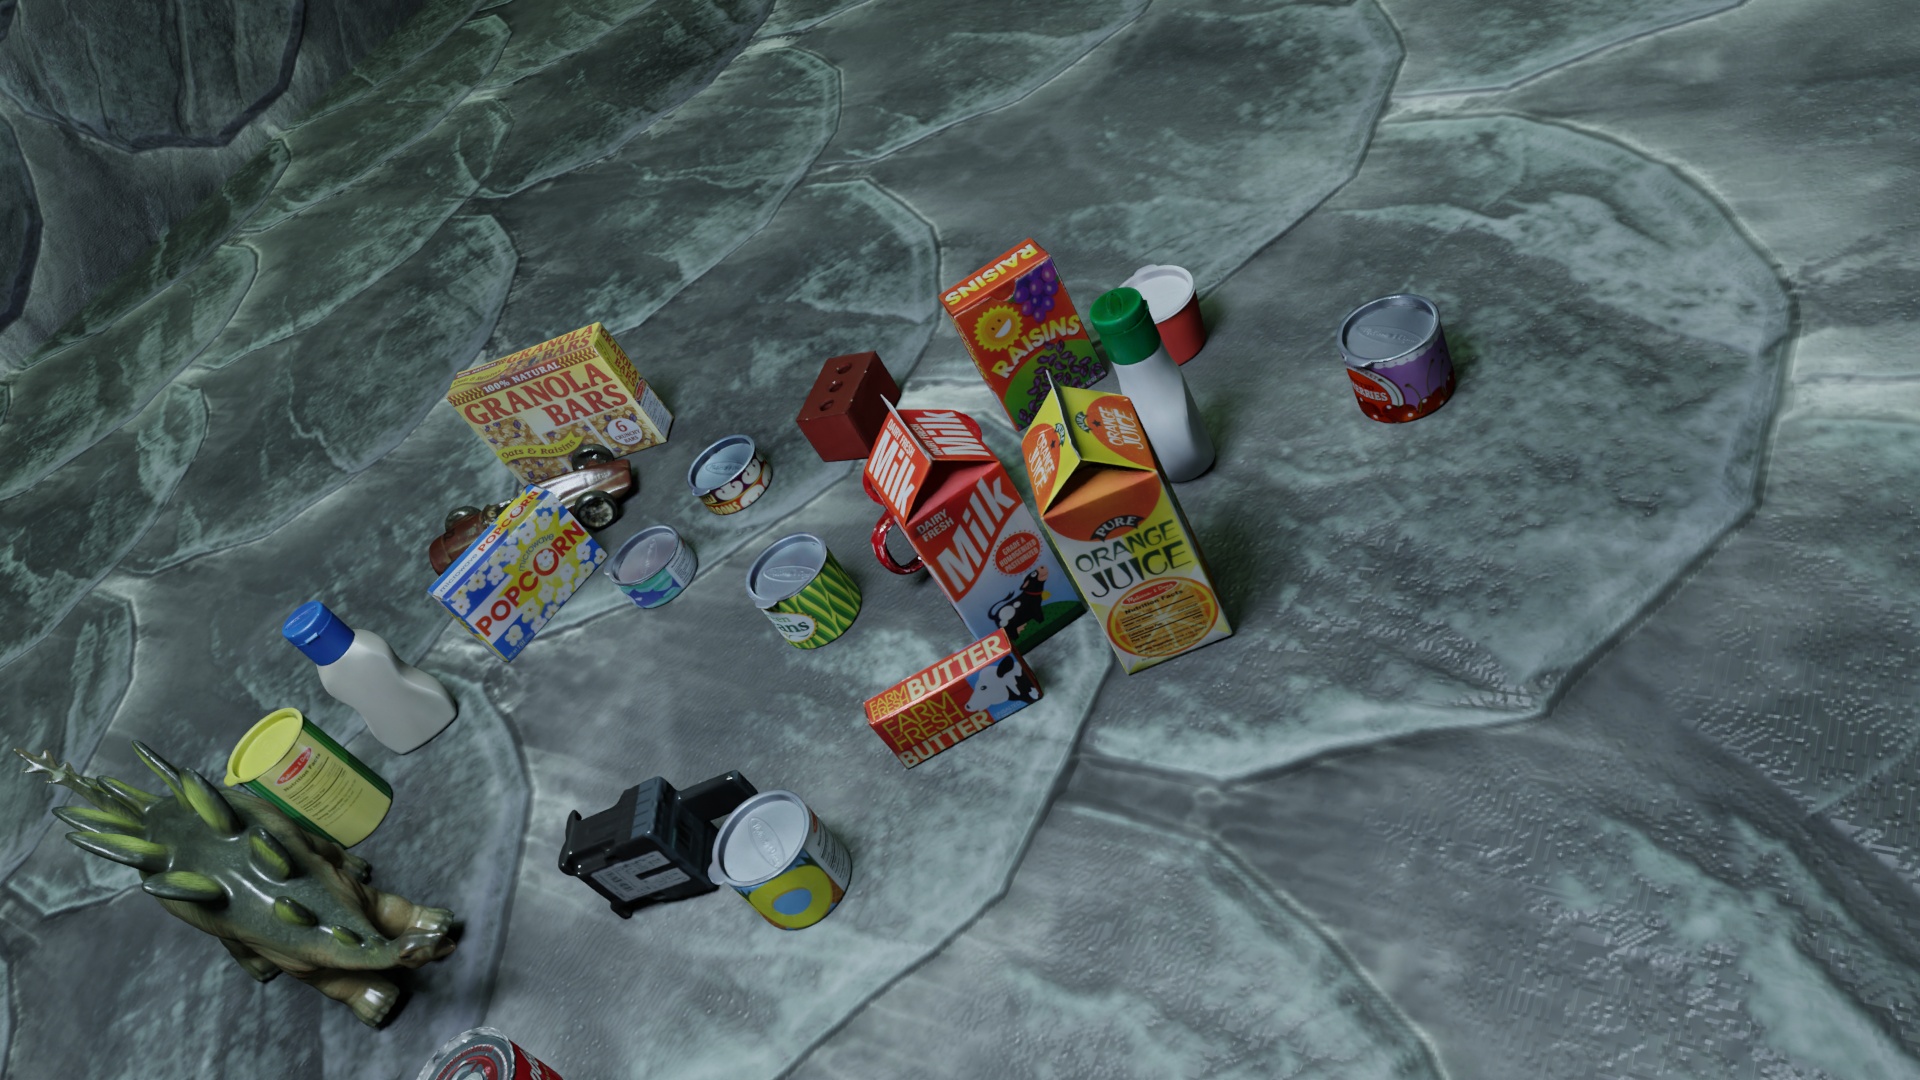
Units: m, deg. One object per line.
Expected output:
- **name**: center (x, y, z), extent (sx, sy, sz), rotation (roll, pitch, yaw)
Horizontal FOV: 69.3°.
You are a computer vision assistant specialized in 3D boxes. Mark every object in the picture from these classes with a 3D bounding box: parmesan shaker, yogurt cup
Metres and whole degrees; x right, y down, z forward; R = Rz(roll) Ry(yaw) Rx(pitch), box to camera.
- **parmesan shaker**: center (-0.503, 0.188, 1.073), extent (0.071, 0.102, 0.072), rotation (-18, 41, 17)
- **yogurt cup**: center (0.153, -0.168, 1.060), extent (0.072, 0.053, 0.073), rotation (-18, 41, 17)

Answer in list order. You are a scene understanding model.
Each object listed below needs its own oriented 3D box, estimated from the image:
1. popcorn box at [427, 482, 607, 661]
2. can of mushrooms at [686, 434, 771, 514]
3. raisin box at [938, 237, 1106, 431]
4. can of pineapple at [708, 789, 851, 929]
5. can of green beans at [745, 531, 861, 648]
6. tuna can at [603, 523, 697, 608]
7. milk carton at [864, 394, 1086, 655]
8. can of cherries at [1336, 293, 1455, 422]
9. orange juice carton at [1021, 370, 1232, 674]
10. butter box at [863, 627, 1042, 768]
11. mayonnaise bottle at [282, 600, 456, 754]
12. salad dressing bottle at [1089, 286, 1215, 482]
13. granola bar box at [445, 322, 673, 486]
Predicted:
- **popcorn box**: center (-0.371, 0.027, 1.169), extent (0.038, 0.085, 0.127), rotation (16, 59, 42)
- **can of mushrooms**: center (-0.198, -0.054, 1.183), extent (0.071, 0.033, 0.071), rotation (-18, 41, 17)
- **raisin box**: center (0.048, -0.155, 1.060), extent (0.086, 0.123, 0.040), rotation (-32, 39, 0)
- **can of pineapple**: center (-0.110, 0.196, 0.848), extent (0.071, 0.057, 0.071), rotation (-18, 41, 17)
- **can of green beans**: center (-0.114, 0.037, 1.016), extent (0.071, 0.057, 0.071), rotation (-18, 41, 17)
- **tuna can**: center (-0.254, 0.022, 1.140), extent (0.071, 0.032, 0.071), rotation (-18, 41, 17)
- **milk carton**: center (0.003, -0.011, 0.886), extent (0.073, 0.189, 0.072), rotation (-34, 39, -3)
- **can of cherries**: center (0.287, -0.119, 0.920), extent (0.071, 0.058, 0.072), rotation (-18, 41, 17)
- **orange juice carton**: center (0.094, -0.013, 0.828), extent (0.073, 0.192, 0.072), rotation (-23, 40, 11)
- **butter box**: center (-0.005, 0.101, 0.882), extent (0.103, 0.053, 0.024), rotation (-28, 39, 4)
- **mayonnaise bottle**: center (-0.470, 0.106, 1.101), extent (0.065, 0.147, 0.041), rotation (-36, 39, -5)
- **salad dressing bottle**: center (0.129, -0.104, 0.935), extent (0.044, 0.147, 0.064), rotation (-20, 41, 14)
- **granola bar box**: center (-0.372, -0.125, 1.297), extent (0.165, 0.123, 0.039), rotation (-15, 42, 19)
